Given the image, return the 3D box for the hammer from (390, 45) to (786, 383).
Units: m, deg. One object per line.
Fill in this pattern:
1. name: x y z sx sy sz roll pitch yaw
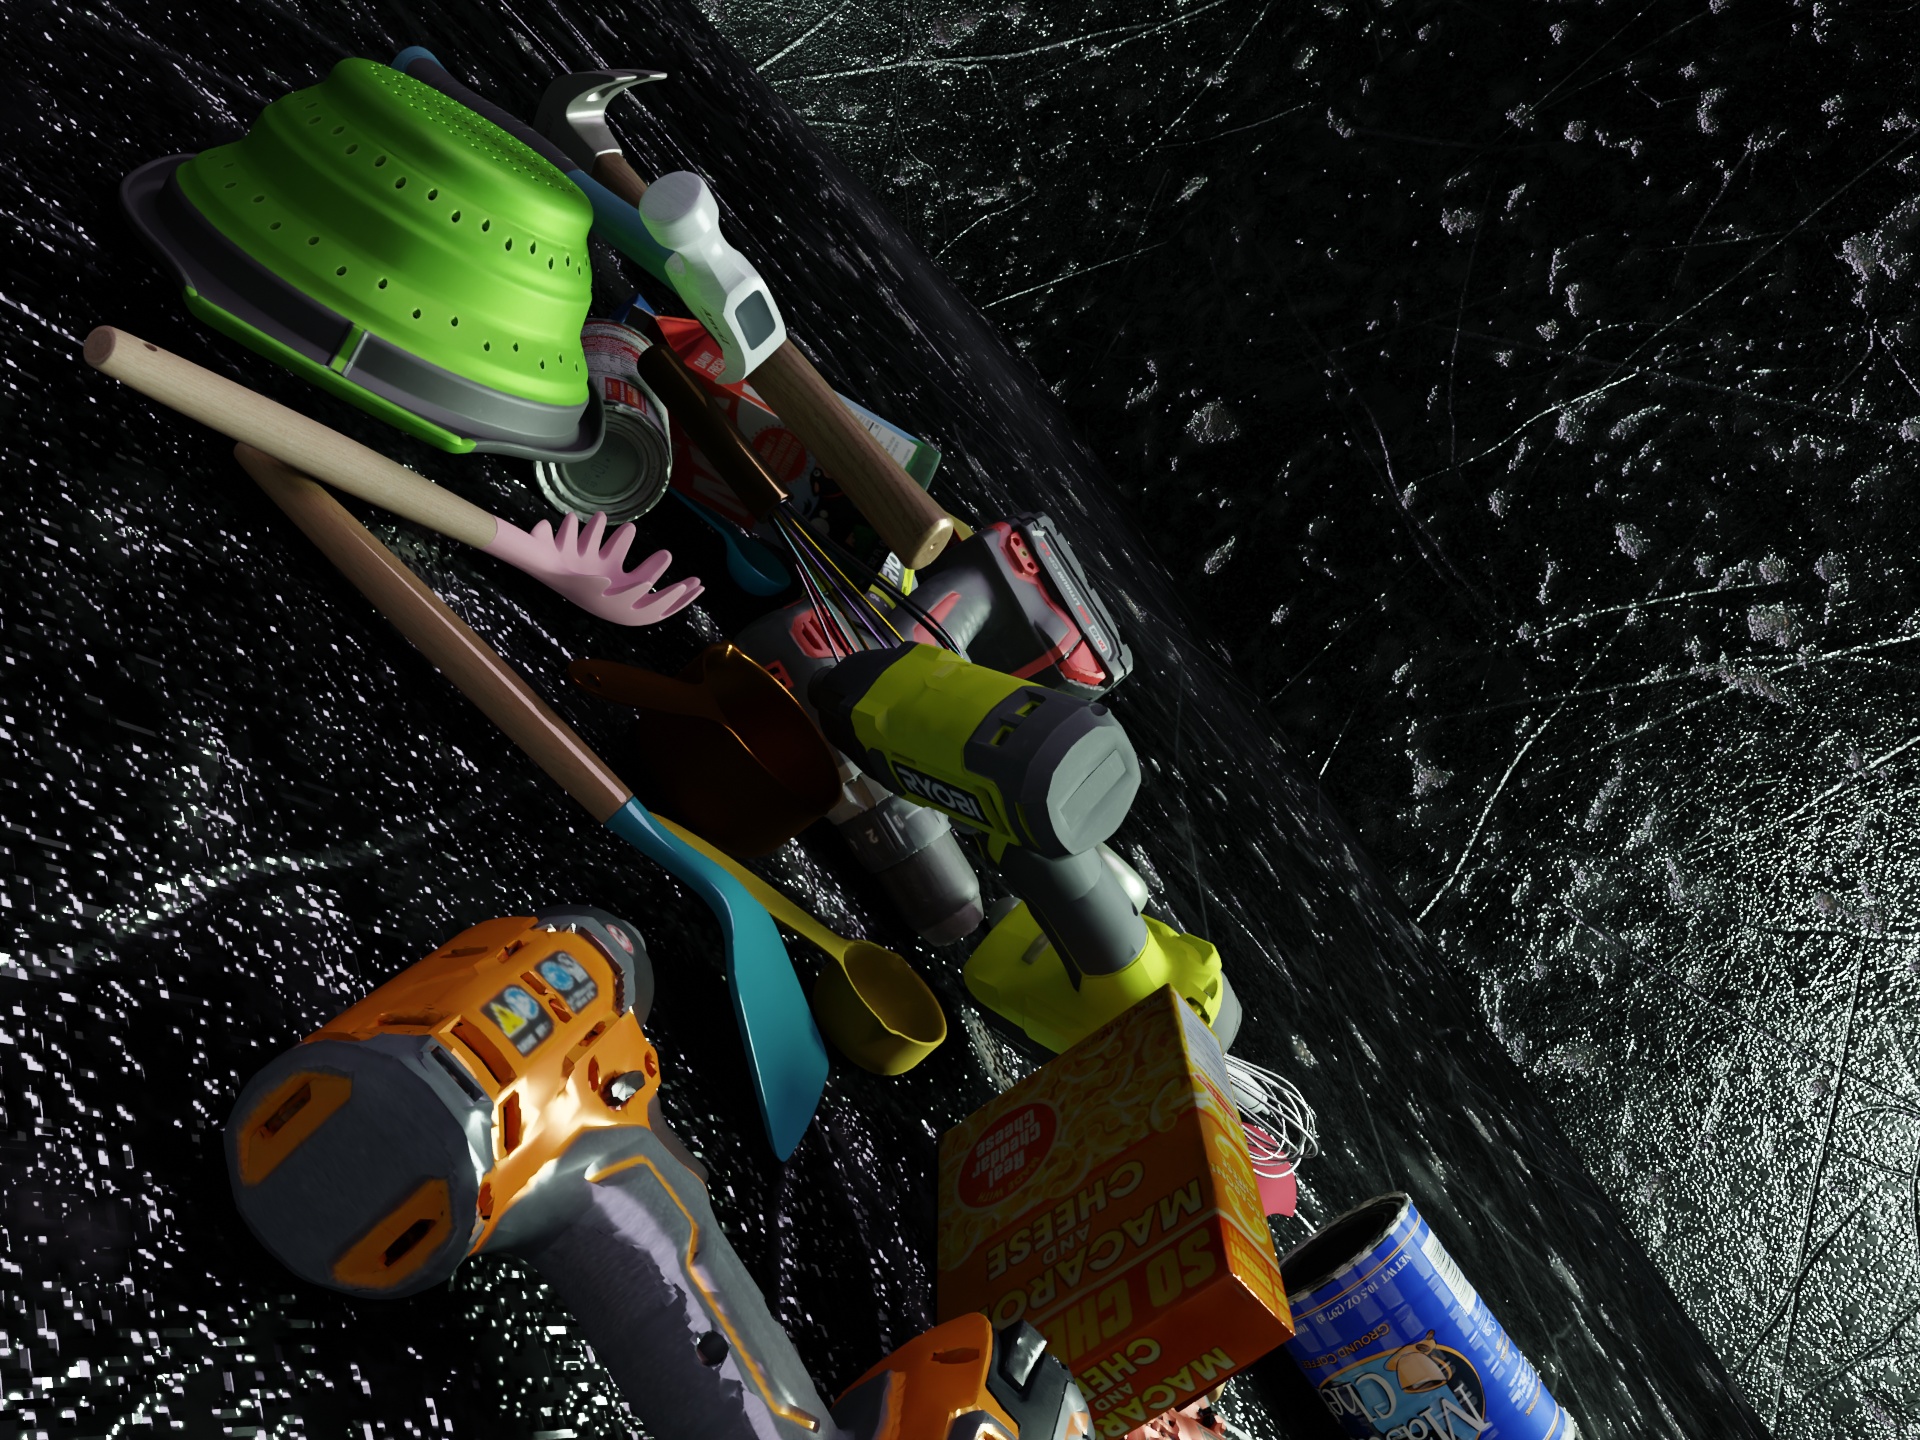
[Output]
1. hammer: -0.193 -0.262 0.776 0.331 0.033 0.128 40 -10 34

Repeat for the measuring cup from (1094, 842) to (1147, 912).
1. measuring cup: 0.112 0.117 0.999 0.083 0.038 0.168 45 -7 -39

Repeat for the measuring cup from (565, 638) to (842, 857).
1. measuring cup: -0.117 0.010 0.649 0.095 0.052 0.173 58 18 23

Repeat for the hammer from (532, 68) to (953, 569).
1. hammer: -0.116 -0.206 0.808 0.031 0.130 0.331 -28 70 -39

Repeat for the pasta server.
1. pasta server: -0.197 -0.088 0.615 0.060 0.040 0.316 41 5 22

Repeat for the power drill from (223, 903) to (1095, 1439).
1. power drill: -0.066 0.146 0.426 0.226 0.084 0.164 48 14 -2

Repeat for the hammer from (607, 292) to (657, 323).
1. hammer: -0.090 -0.137 1.111 0.405 0.035 0.144 45 16 -26

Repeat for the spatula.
1. spatula: -0.150 0.022 0.577 0.317 0.044 0.082 46 15 -5

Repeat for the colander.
1. colander: -0.232 -0.234 0.720 0.204 0.094 0.397 28 17 -21

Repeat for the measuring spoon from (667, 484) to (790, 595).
1. measuring spoon: -0.153 -0.114 0.915 0.128 0.021 0.042 41 19 -6

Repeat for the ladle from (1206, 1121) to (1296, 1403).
1. ladle: 0.153 0.287 0.868 0.069 0.031 0.315 49 16 6

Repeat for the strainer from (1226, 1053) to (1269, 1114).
1. strainer: 0.145 0.203 1.011 0.087 0.050 0.258 25 -16 45

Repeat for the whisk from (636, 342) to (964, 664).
1. whisk: -0.075 -0.084 0.757 0.245 0.051 0.047 51 49 5

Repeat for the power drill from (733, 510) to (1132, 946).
1. power drill: -0.001 -0.003 0.852 0.227 0.080 0.188 -33 93 -47

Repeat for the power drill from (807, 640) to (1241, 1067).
1. power drill: 0.026 0.064 0.699 0.171 0.080 0.223 20 -33 46

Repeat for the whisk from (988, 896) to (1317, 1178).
1. whisk: 0.111 0.181 0.917 0.246 0.058 0.059 40 -26 -10

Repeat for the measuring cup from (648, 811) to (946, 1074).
1. measuring cup: -0.074 0.092 0.654 0.156 0.029 0.062 37 17 -10

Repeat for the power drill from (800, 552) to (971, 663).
1. power drill: -0.010 -0.011 0.976 0.228 0.080 0.191 43 25 -21
